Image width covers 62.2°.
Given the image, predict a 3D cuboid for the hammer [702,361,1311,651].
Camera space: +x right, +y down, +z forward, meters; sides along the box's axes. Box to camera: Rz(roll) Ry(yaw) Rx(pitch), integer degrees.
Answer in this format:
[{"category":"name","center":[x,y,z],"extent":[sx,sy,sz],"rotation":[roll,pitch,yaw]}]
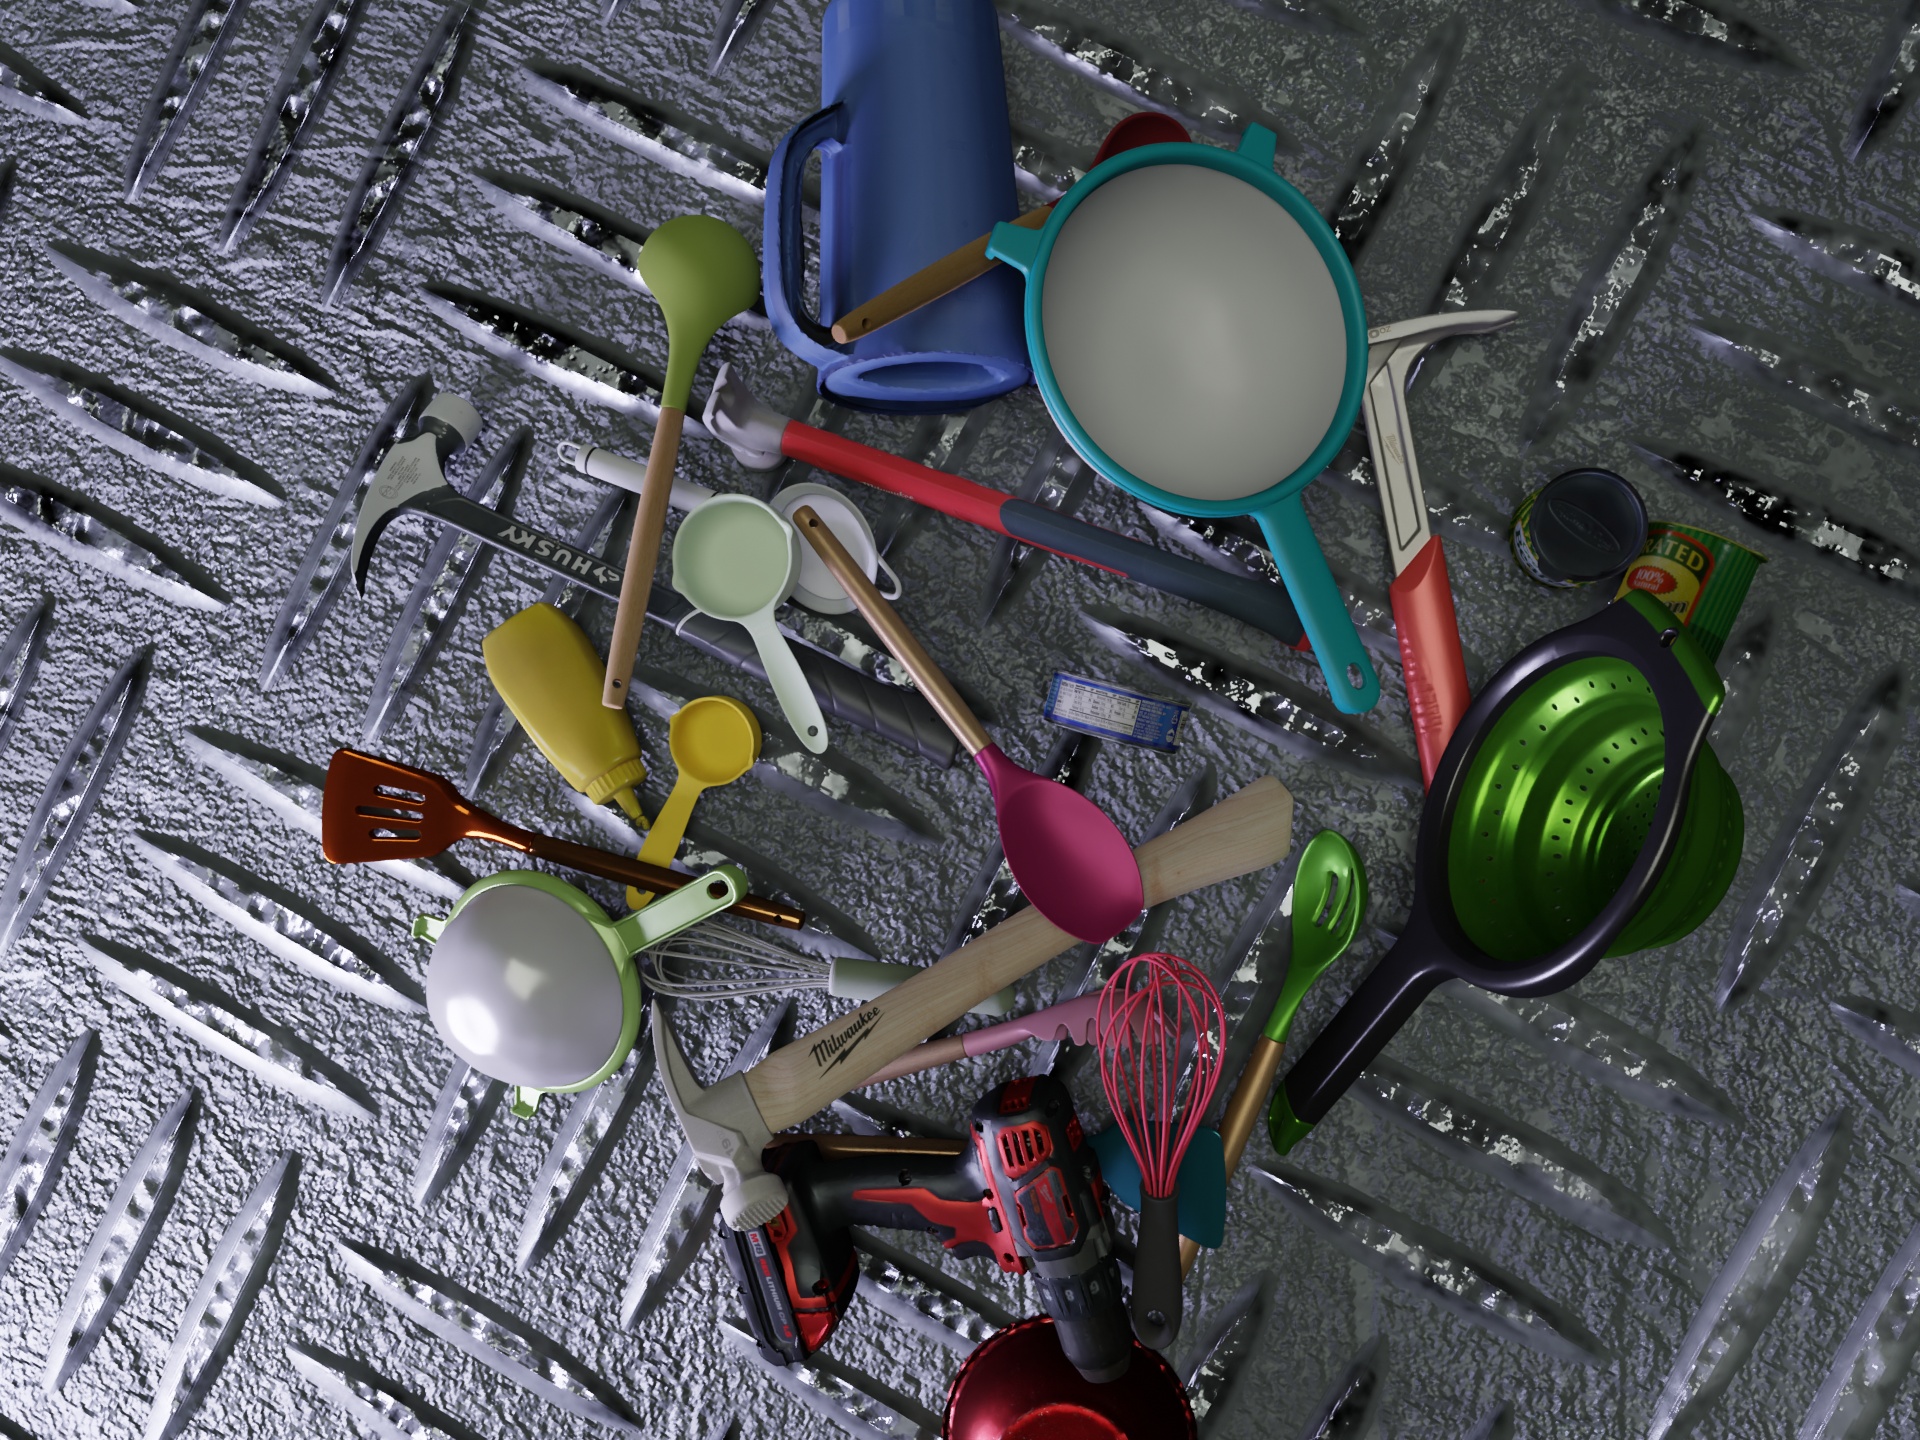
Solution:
[{"category":"hammer","center":[0.034,-0.123,0.952],"extent":[0.386,0.143,0.038],"rotation":[20,88,3]}]

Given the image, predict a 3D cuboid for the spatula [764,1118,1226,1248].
[{"category":"spatula","center":[0.004,0.275,0.990],"extent":[0.317,0.044,0.082],"rotation":[0,107,8]}]

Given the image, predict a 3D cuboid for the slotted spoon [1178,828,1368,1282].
[{"category":"slotted spoon","center":[0.181,0.216,0.971],"extent":[0.031,0.070,0.314],"rotation":[18,98,-22]}]

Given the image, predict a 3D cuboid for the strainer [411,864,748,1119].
[{"category":"strainer","center":[-0.238,0.152,0.967],"extent":[0.256,0.069,0.151],"rotation":[-28,91,27]}]

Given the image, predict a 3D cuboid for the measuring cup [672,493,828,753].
[{"category":"measuring cup","center":[-0.115,-0.058,0.971],"extent":[0.083,0.038,0.167],"rotation":[-25,89,12]}]

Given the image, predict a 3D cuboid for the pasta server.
[{"category":"pasta server","center":[-0.020,0.218,0.996],"extent":[0.316,0.060,0.040],"rotation":[-17,76,10]}]

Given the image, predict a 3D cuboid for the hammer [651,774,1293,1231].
[{"category":"hammer","center":[0.015,0.137,0.955],"extent":[0.410,0.038,0.146],"rotation":[-29,59,-7]}]

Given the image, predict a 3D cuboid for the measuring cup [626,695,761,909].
[{"category":"measuring cup","center":[-0.177,0.054,1.029],"extent":[0.062,0.029,0.156],"rotation":[30,105,7]}]

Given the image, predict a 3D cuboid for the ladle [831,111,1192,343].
[{"category":"ladle","center":[0.036,-0.277,0.907],"extent":[0.031,0.315,0.069],"rotation":[9,127,42]}]

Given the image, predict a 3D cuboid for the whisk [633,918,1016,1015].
[{"category":"whisk","center":[-0.087,0.162,1.006],"extent":[0.246,0.058,0.059],"rotation":[6,125,4]}]

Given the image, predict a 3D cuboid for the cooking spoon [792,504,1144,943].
[{"category":"cooking spoon","center":[-0.002,-0.003,0.949],"extent":[0.069,0.017,0.319],"rotation":[-36,83,-12]}]

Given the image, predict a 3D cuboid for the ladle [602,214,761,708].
[{"category":"ladle","center":[-0.184,-0.163,0.984],"extent":[0.078,0.062,0.320],"rotation":[12,82,-14]}]

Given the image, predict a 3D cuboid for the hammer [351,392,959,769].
[{"category":"hammer","center":[-0.186,-0.068,1.000],"extent":[0.409,0.036,0.149],"rotation":[25,61,2]}]

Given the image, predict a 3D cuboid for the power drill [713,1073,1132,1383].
[{"category":"power drill","center":[-0.014,0.323,0.957],"extent":[0.226,0.080,0.188],"rotation":[-15,99,13]}]

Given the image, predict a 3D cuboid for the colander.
[{"category":"colander","center":[0.307,0.119,0.887],"extent":[0.094,0.205,0.397],"rotation":[20,121,-15]}]

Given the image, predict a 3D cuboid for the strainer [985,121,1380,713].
[{"category":"strainer","center":[0.149,-0.157,0.927],"extent":[0.211,0.095,0.340],"rotation":[-27,96,-19]}]

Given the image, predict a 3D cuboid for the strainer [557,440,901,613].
[{"category":"strainer","center":[-0.145,-0.135,1.014],"extent":[0.258,0.050,0.086],"rotation":[21,124,12]}]

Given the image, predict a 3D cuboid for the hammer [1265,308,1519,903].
[{"category":"hammer","center":[0.290,-0.062,0.959],"extent":[0.149,0.036,0.359],"rotation":[-11,89,12]}]

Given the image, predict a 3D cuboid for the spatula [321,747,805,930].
[{"category":"spatula","center":[-0.254,0.089,1.018],"extent":[0.322,0.041,0.081],"rotation":[14,105,11]}]

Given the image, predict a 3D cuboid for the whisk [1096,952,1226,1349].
[{"category":"whisk","center":[0.114,0.254,0.915],"extent":[0.073,0.073,0.295],"rotation":[1,118,7]}]
